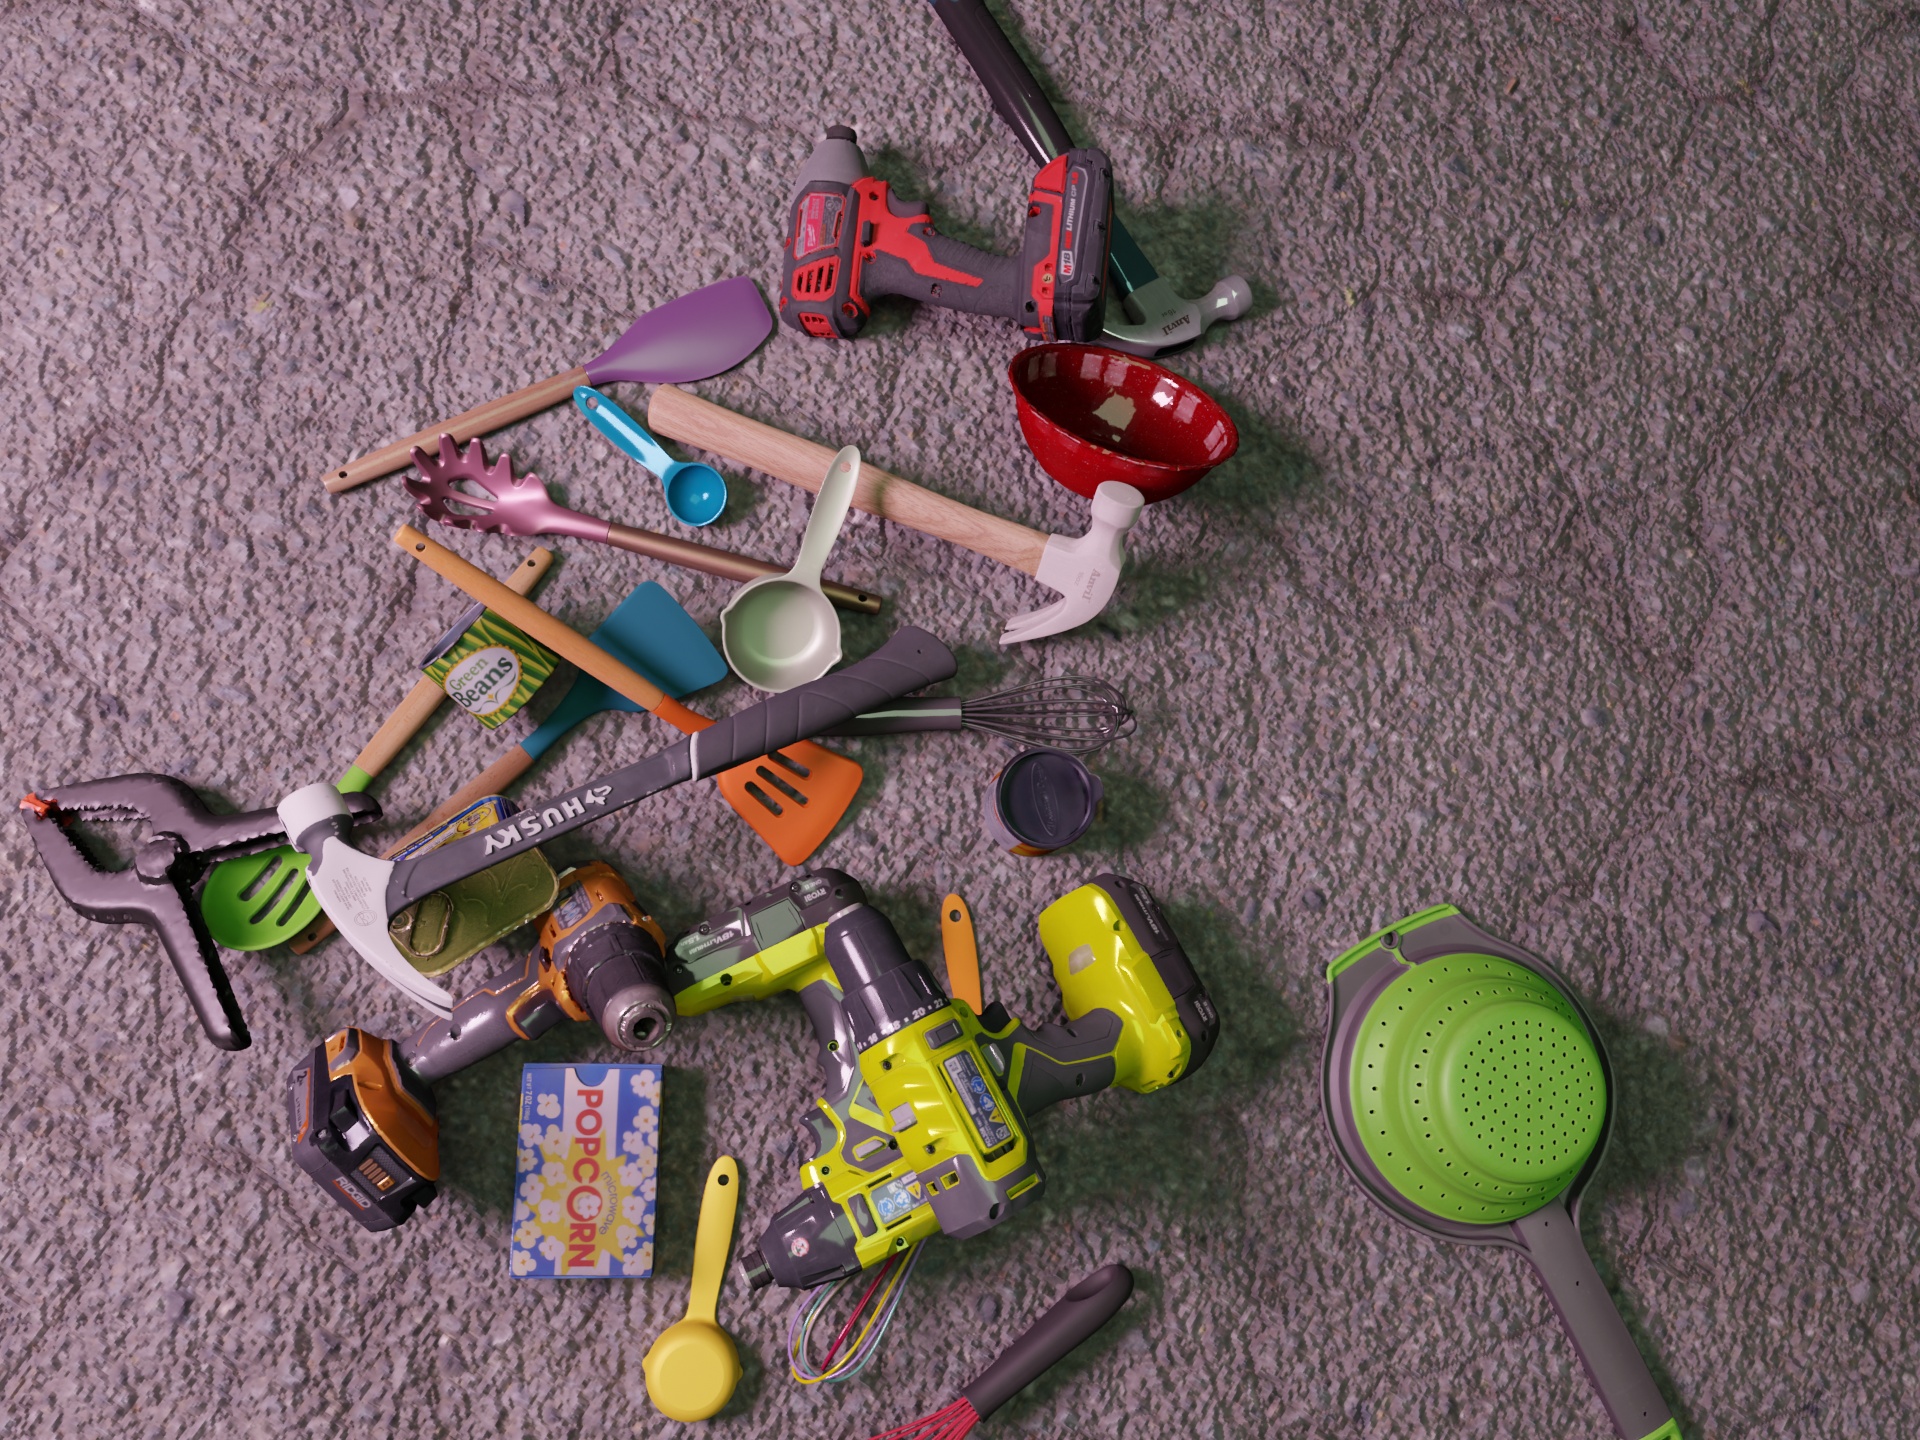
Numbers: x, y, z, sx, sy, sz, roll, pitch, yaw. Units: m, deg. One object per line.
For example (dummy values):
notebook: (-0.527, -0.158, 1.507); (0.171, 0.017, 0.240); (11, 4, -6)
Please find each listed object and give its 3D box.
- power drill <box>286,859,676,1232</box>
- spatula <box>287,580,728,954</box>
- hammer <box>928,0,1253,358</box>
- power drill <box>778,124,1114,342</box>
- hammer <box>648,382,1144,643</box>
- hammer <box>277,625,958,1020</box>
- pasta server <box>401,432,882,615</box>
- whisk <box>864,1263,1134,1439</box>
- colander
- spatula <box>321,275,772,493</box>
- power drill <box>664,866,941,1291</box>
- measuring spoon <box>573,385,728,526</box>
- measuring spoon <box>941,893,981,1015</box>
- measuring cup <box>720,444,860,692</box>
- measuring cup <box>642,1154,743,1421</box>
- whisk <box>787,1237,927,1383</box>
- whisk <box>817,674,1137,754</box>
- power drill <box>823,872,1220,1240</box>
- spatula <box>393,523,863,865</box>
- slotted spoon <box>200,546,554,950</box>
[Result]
power drill: (-0.266, 0.187, 0.911); (0.226, 0.185, 0.084); (-38, 118, -10)
spatula: (-0.292, 0.038, 1.002); (0.317, 0.044, 0.082); (-42, 115, -11)
hammer: (0.070, -0.403, 1.138); (0.128, 0.033, 0.331); (-30, 85, -13)
power drill: (-0.010, -0.329, 1.074); (0.219, 0.078, 0.143); (5, 83, 8)
hammer: (-0.052, -0.147, 1.049); (0.331, 0.130, 0.031); (22, 37, 6)
hammer: (-0.172, 0.032, 0.942); (0.409, 0.036, 0.149); (-25, 70, -28)
pasta server: (-0.204, -0.118, 1.046); (0.316, 0.040, 0.060); (15, 74, -6)
whisk: (-0.009, 0.429, 0.965); (0.296, 0.073, 0.073); (-35, 86, -17)
colander: (0.381, 0.310, 1.020); (0.204, 0.094, 0.397); (-25, 84, -11)
spatula: (-0.273, -0.218, 1.064); (0.316, 0.018, 0.060); (-26, 87, -12)
power drill: (-0.088, 0.218, 0.964); (0.171, 0.080, 0.223); (-24, 77, -13)
measuring spoon: (-0.206, -0.179, 1.063); (0.128, 0.021, 0.042); (41, 100, 1)
measuring spoon: (0.004, 0.170, 1.035); (0.021, 0.011, 0.117); (-7, 81, -9)
measuring cup: (-0.101, -0.100, 1.029); (0.083, 0.038, 0.167); (19, 99, -16)
measuring cup: (-0.156, 0.347, 0.971); (0.062, 0.029, 0.156); (9, 80, -6)
whisk: (-0.020, 0.310, 0.992); (0.051, 0.047, 0.245); (40, 74, 2)
whisk: (-0.002, -0.002, 1.049); (0.239, 0.055, 0.055); (-1, 80, -4)
power drill: (0.034, 0.174, 0.948); (0.228, 0.080, 0.191); (-17, 73, -43)
spatula: (-0.205, -0.023, 0.985); (0.322, 0.041, 0.081); (36, 91, -26)
slotted spoon: (-0.359, 0.013, 1.006); (0.070, 0.031, 0.314); (33, 75, 10)
